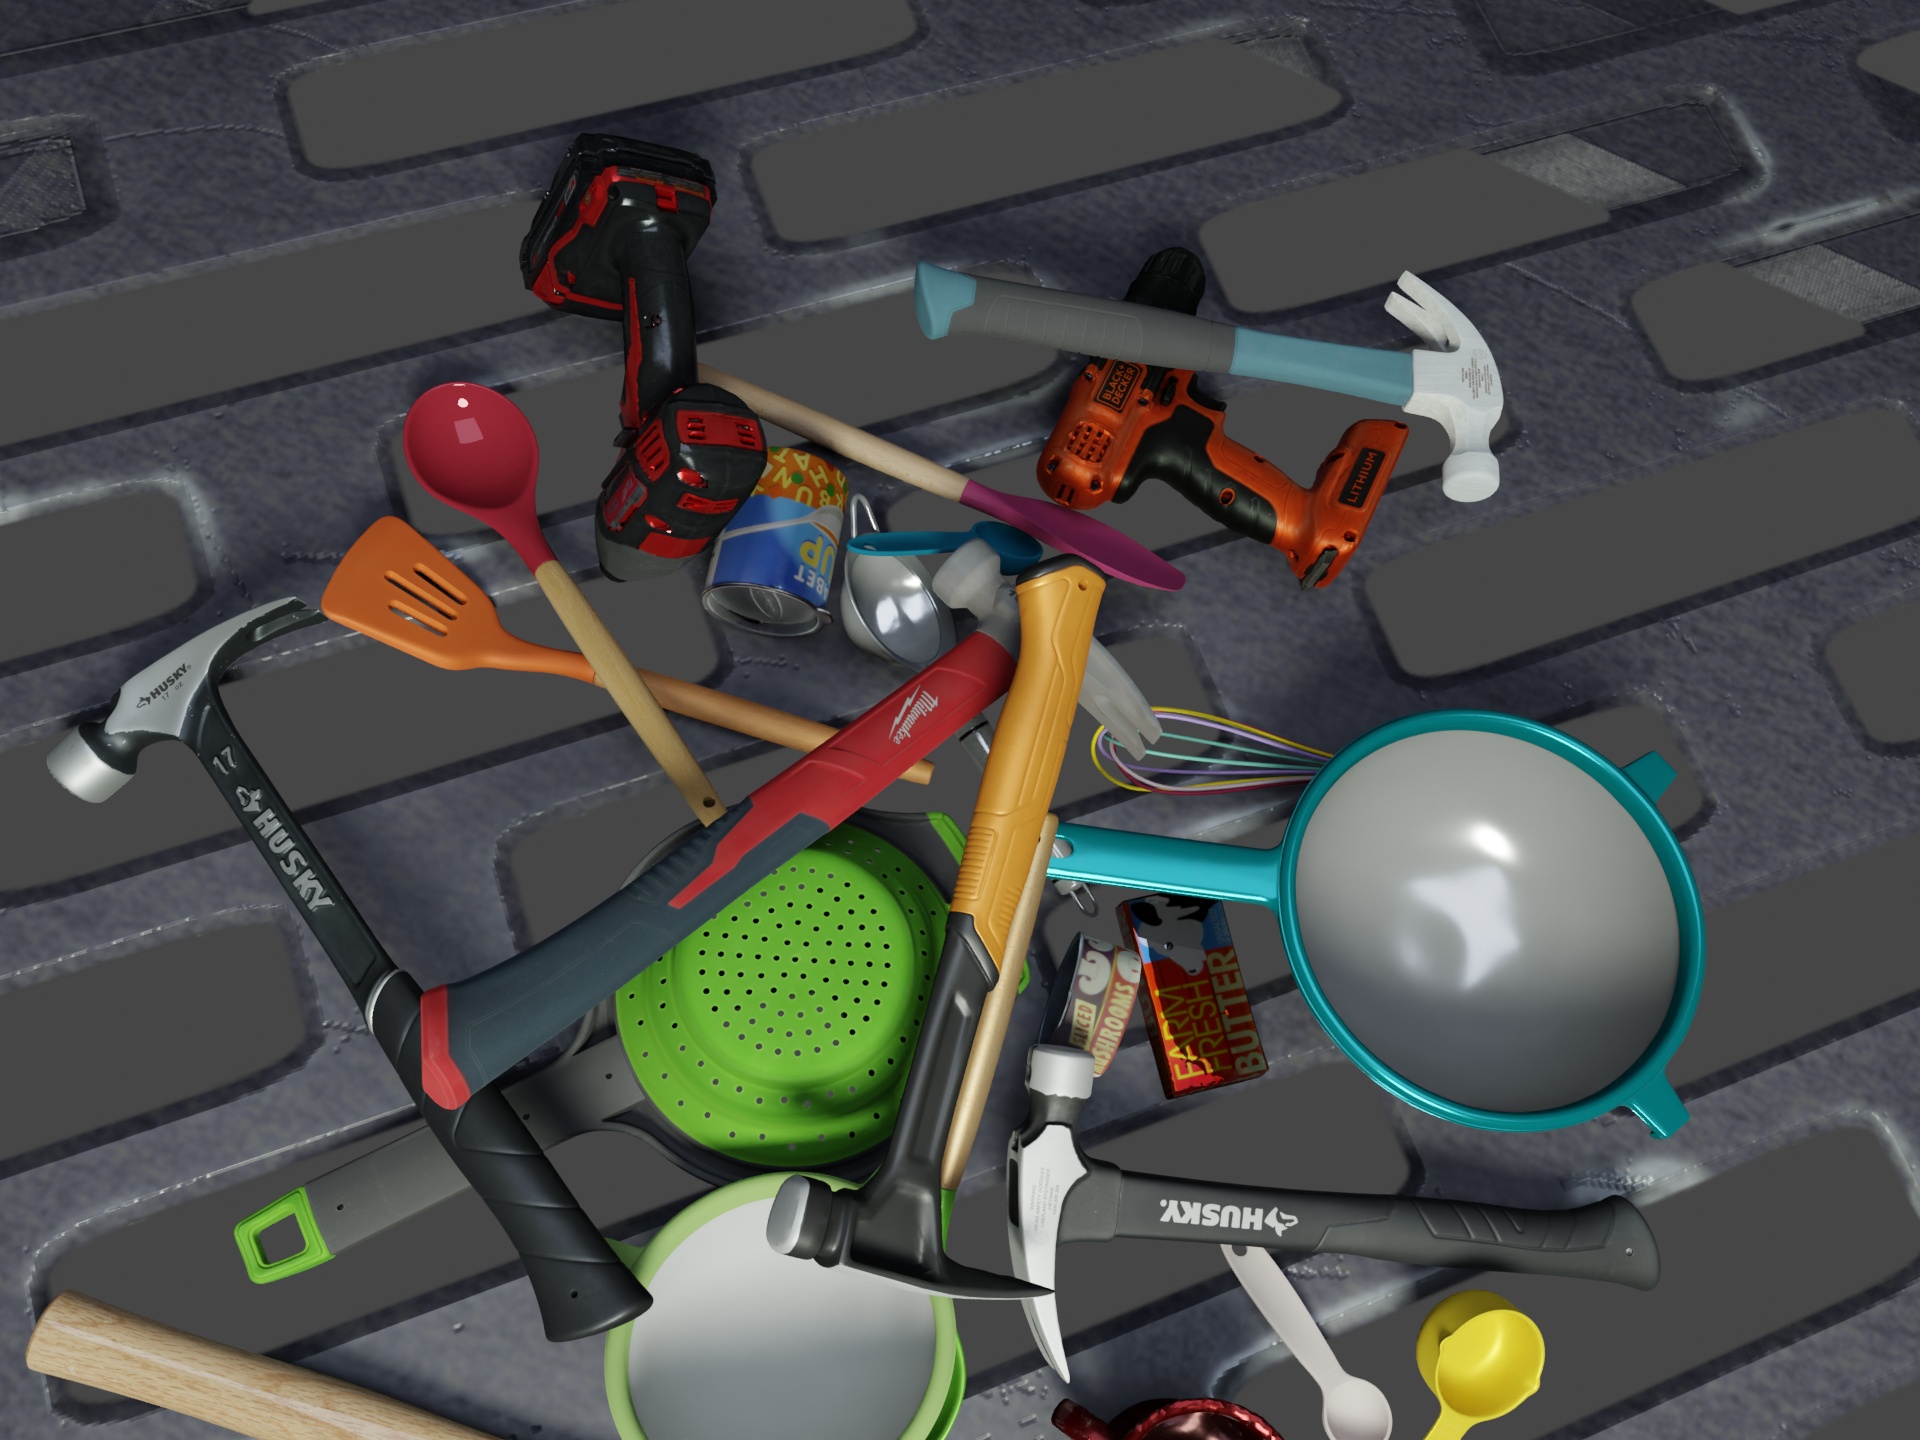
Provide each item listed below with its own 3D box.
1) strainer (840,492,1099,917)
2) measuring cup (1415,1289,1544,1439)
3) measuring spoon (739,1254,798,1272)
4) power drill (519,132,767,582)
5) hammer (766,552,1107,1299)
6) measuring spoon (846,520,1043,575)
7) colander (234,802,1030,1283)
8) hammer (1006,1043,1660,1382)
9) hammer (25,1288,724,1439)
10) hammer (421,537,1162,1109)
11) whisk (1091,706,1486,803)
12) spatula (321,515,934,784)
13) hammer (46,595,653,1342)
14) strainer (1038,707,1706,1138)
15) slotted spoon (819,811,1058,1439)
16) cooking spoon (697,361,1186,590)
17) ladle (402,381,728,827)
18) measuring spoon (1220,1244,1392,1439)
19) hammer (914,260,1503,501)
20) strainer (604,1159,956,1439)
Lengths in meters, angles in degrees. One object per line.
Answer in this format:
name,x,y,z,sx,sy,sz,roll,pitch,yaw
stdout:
strainer,-0.001,-0.003,0.850,0.258,0.050,0.087,57,32,7
measuring cup,0.216,0.337,0.751,0.062,0.029,0.156,30,95,-18
measuring spoon,-0.083,0.256,0.770,0.117,0.011,0.021,7,74,-8
power drill,-0.170,-0.185,0.847,0.078,0.143,0.220,0,66,-34
hammer,0.019,0.083,0.715,0.127,0.034,0.337,23,71,-24
measuring spoon,-0.010,-0.089,0.862,0.128,0.021,0.042,-7,39,-38
colander,-0.152,0.157,0.749,0.397,0.094,0.205,-25,75,-14
hammer,0.184,0.248,0.766,0.334,0.035,0.146,9,83,-11
hammer,-0.255,0.321,0.716,0.331,0.031,0.130,18,71,0
hammer,-0.069,0.054,0.723,0.143,0.038,0.386,45,55,11
whisk,0.189,0.027,0.865,0.245,0.051,0.047,7,91,-8
spatula,-0.167,-0.025,0.838,0.322,0.041,0.081,17,46,-2
hammer,-0.270,0.111,0.735,0.149,0.036,0.409,-42,71,-2
strainer,0.192,0.098,0.811,0.340,0.095,0.211,8,68,1
slotted spoon,0.000,0.194,0.750,0.070,0.031,0.314,14,85,21
cooking spoon,-0.021,-0.139,0.898,0.319,0.069,0.017,24,115,6
ladle,-0.201,-0.061,0.824,0.069,0.031,0.316,-29,65,-19
measuring spoon,0.164,0.301,0.780,0.034,0.018,0.124,-27,69,-22
hammer,0.136,-0.206,0.879,0.331,0.033,0.128,9,67,-4
strainer,-0.061,0.322,0.672,0.151,0.069,0.257,-14,51,-10
